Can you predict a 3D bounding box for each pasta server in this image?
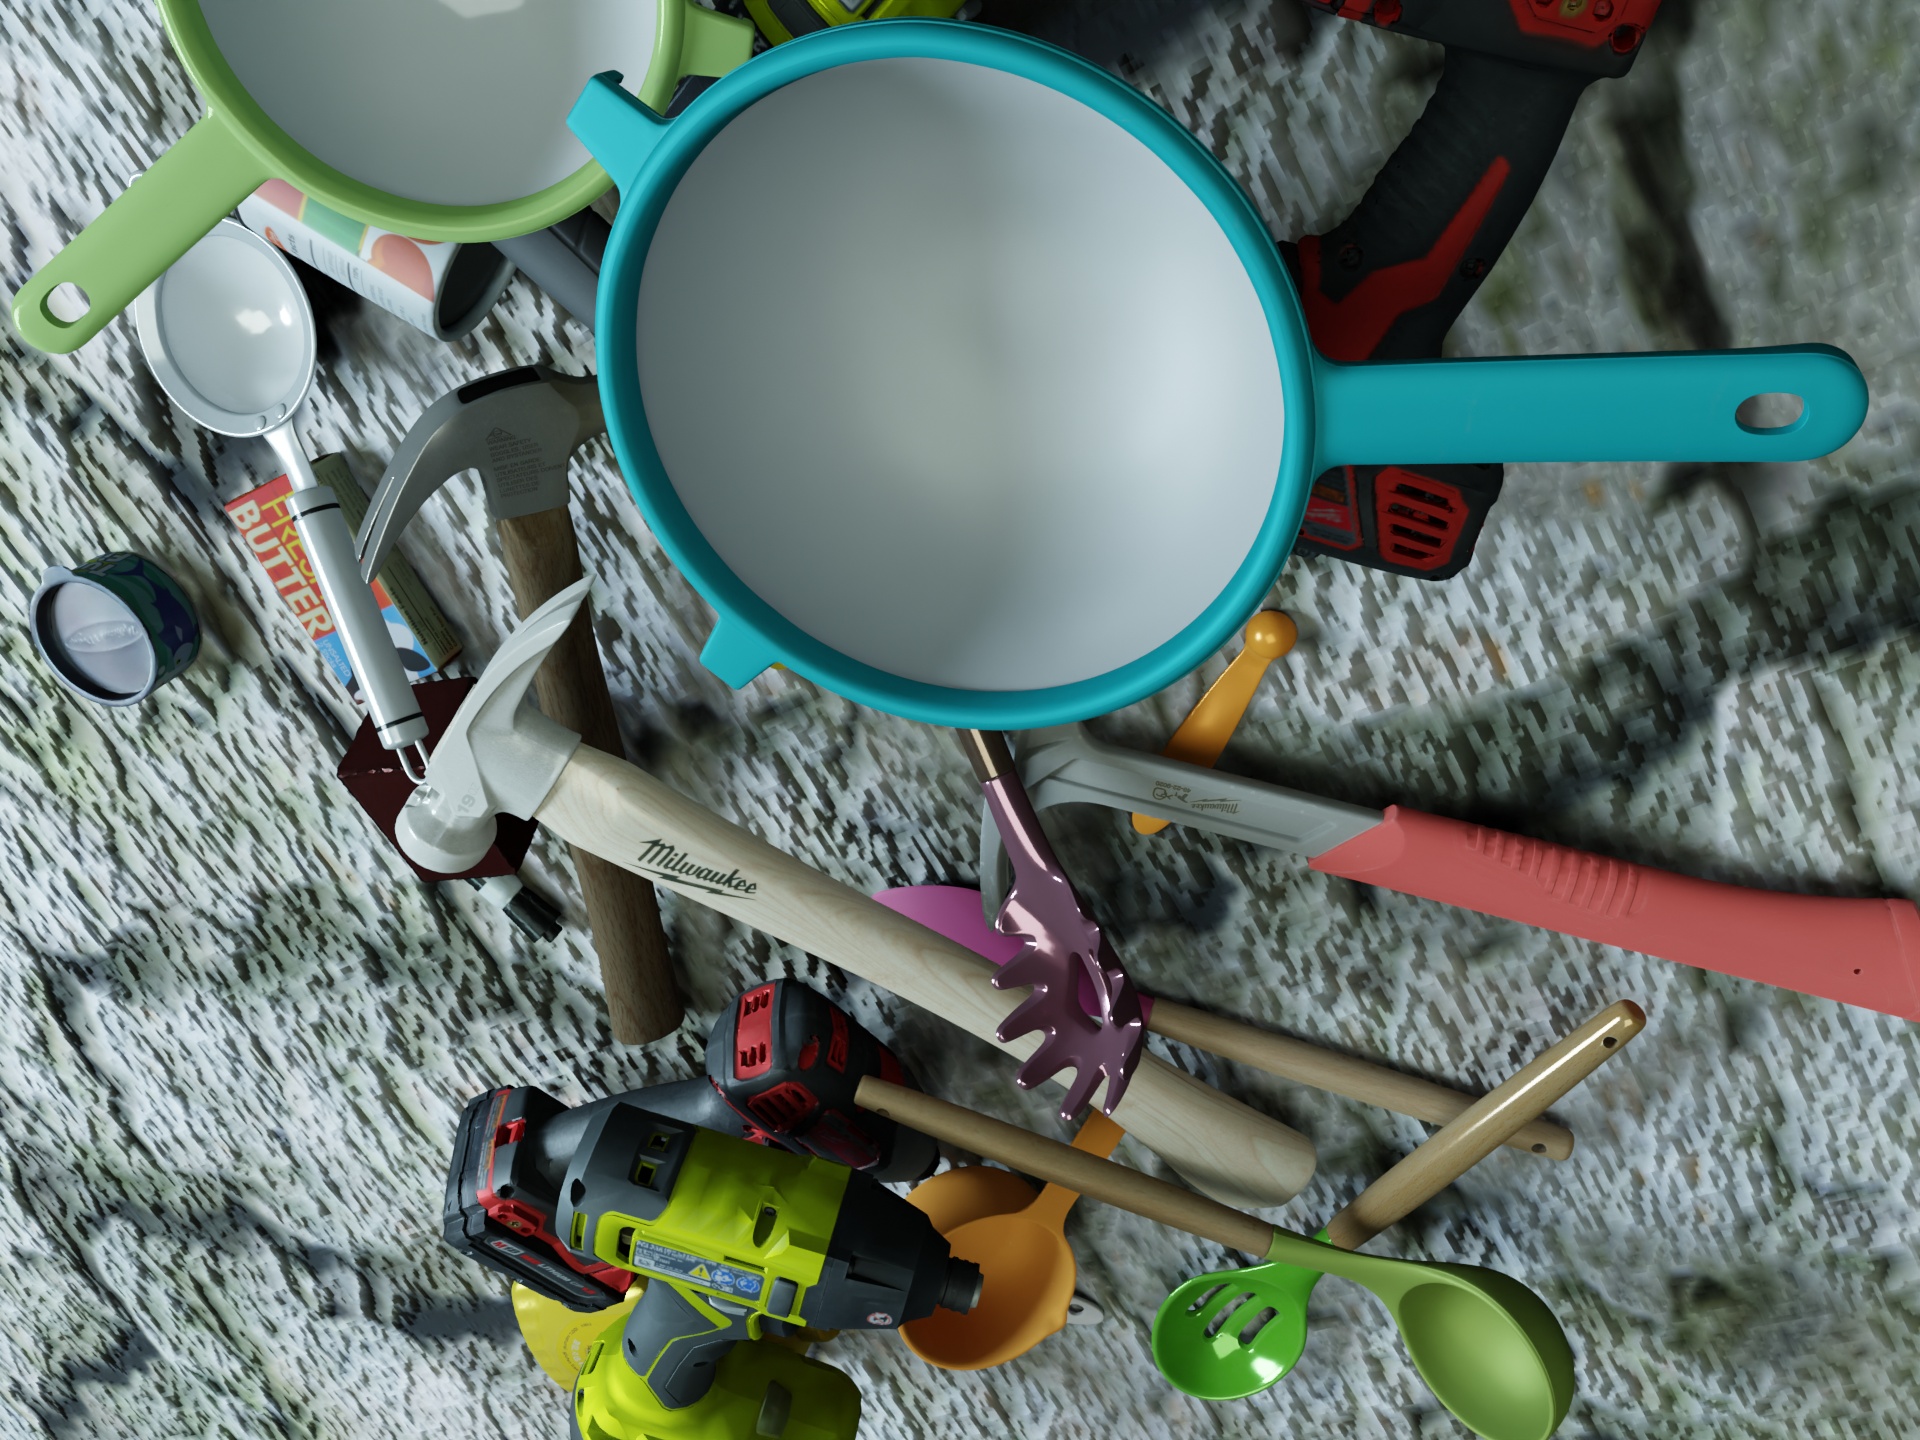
[{"bbox_3d":[-0.001,-0.002,0.599,0.060,0.040,0.316,-19,95,44],"label":"pasta server"}]

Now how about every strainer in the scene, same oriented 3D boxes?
[{"bbox_3d":[0.066,-0.105,0.463,0.340,0.095,0.210,2,124,16],"label":"strainer"},{"bbox_3d":[-0.196,-0.200,0.489,0.256,0.069,0.151,-31,121,20],"label":"strainer"},{"bbox_3d":[-0.263,-0.094,0.640,0.087,0.050,0.258,-18,95,24],"label":"strainer"}]

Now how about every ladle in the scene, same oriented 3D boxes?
[{"bbox_3d":[0.103,0.221,0.671,0.320,0.062,0.078,20,137,2],"label":"ladle"}]

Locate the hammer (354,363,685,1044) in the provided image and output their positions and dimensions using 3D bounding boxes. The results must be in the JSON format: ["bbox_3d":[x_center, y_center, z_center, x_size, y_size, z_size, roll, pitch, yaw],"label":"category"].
[{"bbox_3d":[-0.162,0.012,0.677,0.130,0.031,0.331,-16,126,-18],"label":"hammer"}]

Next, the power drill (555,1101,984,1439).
[{"bbox_3d":[-0.091,0.269,0.700,0.171,0.080,0.223,16,130,1],"label":"power drill"}]

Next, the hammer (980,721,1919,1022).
[{"bbox_3d":[0.186,0.062,0.618,0.359,0.037,0.149,14,125,7],"label":"hammer"}]

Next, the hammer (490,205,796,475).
[{"bbox_3d":[-0.188,-0.201,0.537,0.335,0.035,0.146,42,87,-3],"label":"hammer"}]

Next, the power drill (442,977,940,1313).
[{"bbox_3d":[-0.122,0.204,0.757,0.219,0.079,0.143,-24,133,20],"label":"power drill"}]

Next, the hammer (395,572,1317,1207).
[{"bbox_3d":[-0.016,0.093,0.650,0.410,0.038,0.146,30,125,-15],"label":"hammer"}]

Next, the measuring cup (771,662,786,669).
[{"bbox_3d":[-0.084,-0.085,0.624,0.062,0.029,0.156,-15,135,-11],"label":"measuring cup"}]

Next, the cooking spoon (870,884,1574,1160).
[{"bbox_3d":[0.108,0.136,0.695,0.319,0.017,0.068,16,125,7],"label":"cooking spoon"}]

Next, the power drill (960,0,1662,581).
[{"bbox_3d":[0.105,-0.164,0.506,0.188,0.080,0.226,18,124,7],"label":"power drill"}]

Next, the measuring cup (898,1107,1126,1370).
[{"bbox_3d":[0.029,0.221,0.750,0.095,0.052,0.173,31,97,-25],"label":"measuring cup"}]

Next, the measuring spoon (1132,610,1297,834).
[{"bbox_3d":[0.098,0.005,0.632,0.021,0.011,0.116,29,122,0],"label":"measuring spoon"}]

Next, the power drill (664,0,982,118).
[{"bbox_3d":[-0.090,-0.291,0.493,0.190,0.080,0.228,-35,105,34],"label":"power drill"}]

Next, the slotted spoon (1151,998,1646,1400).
[{"bbox_3d":[0.184,0.215,0.696,0.070,0.031,0.313,32,126,-4],"label":"slotted spoon"}]

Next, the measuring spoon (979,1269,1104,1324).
[{"bbox_3d":[0.014,0.281,0.806,0.124,0.018,0.034,17,120,-1],"label":"measuring spoon"}]
